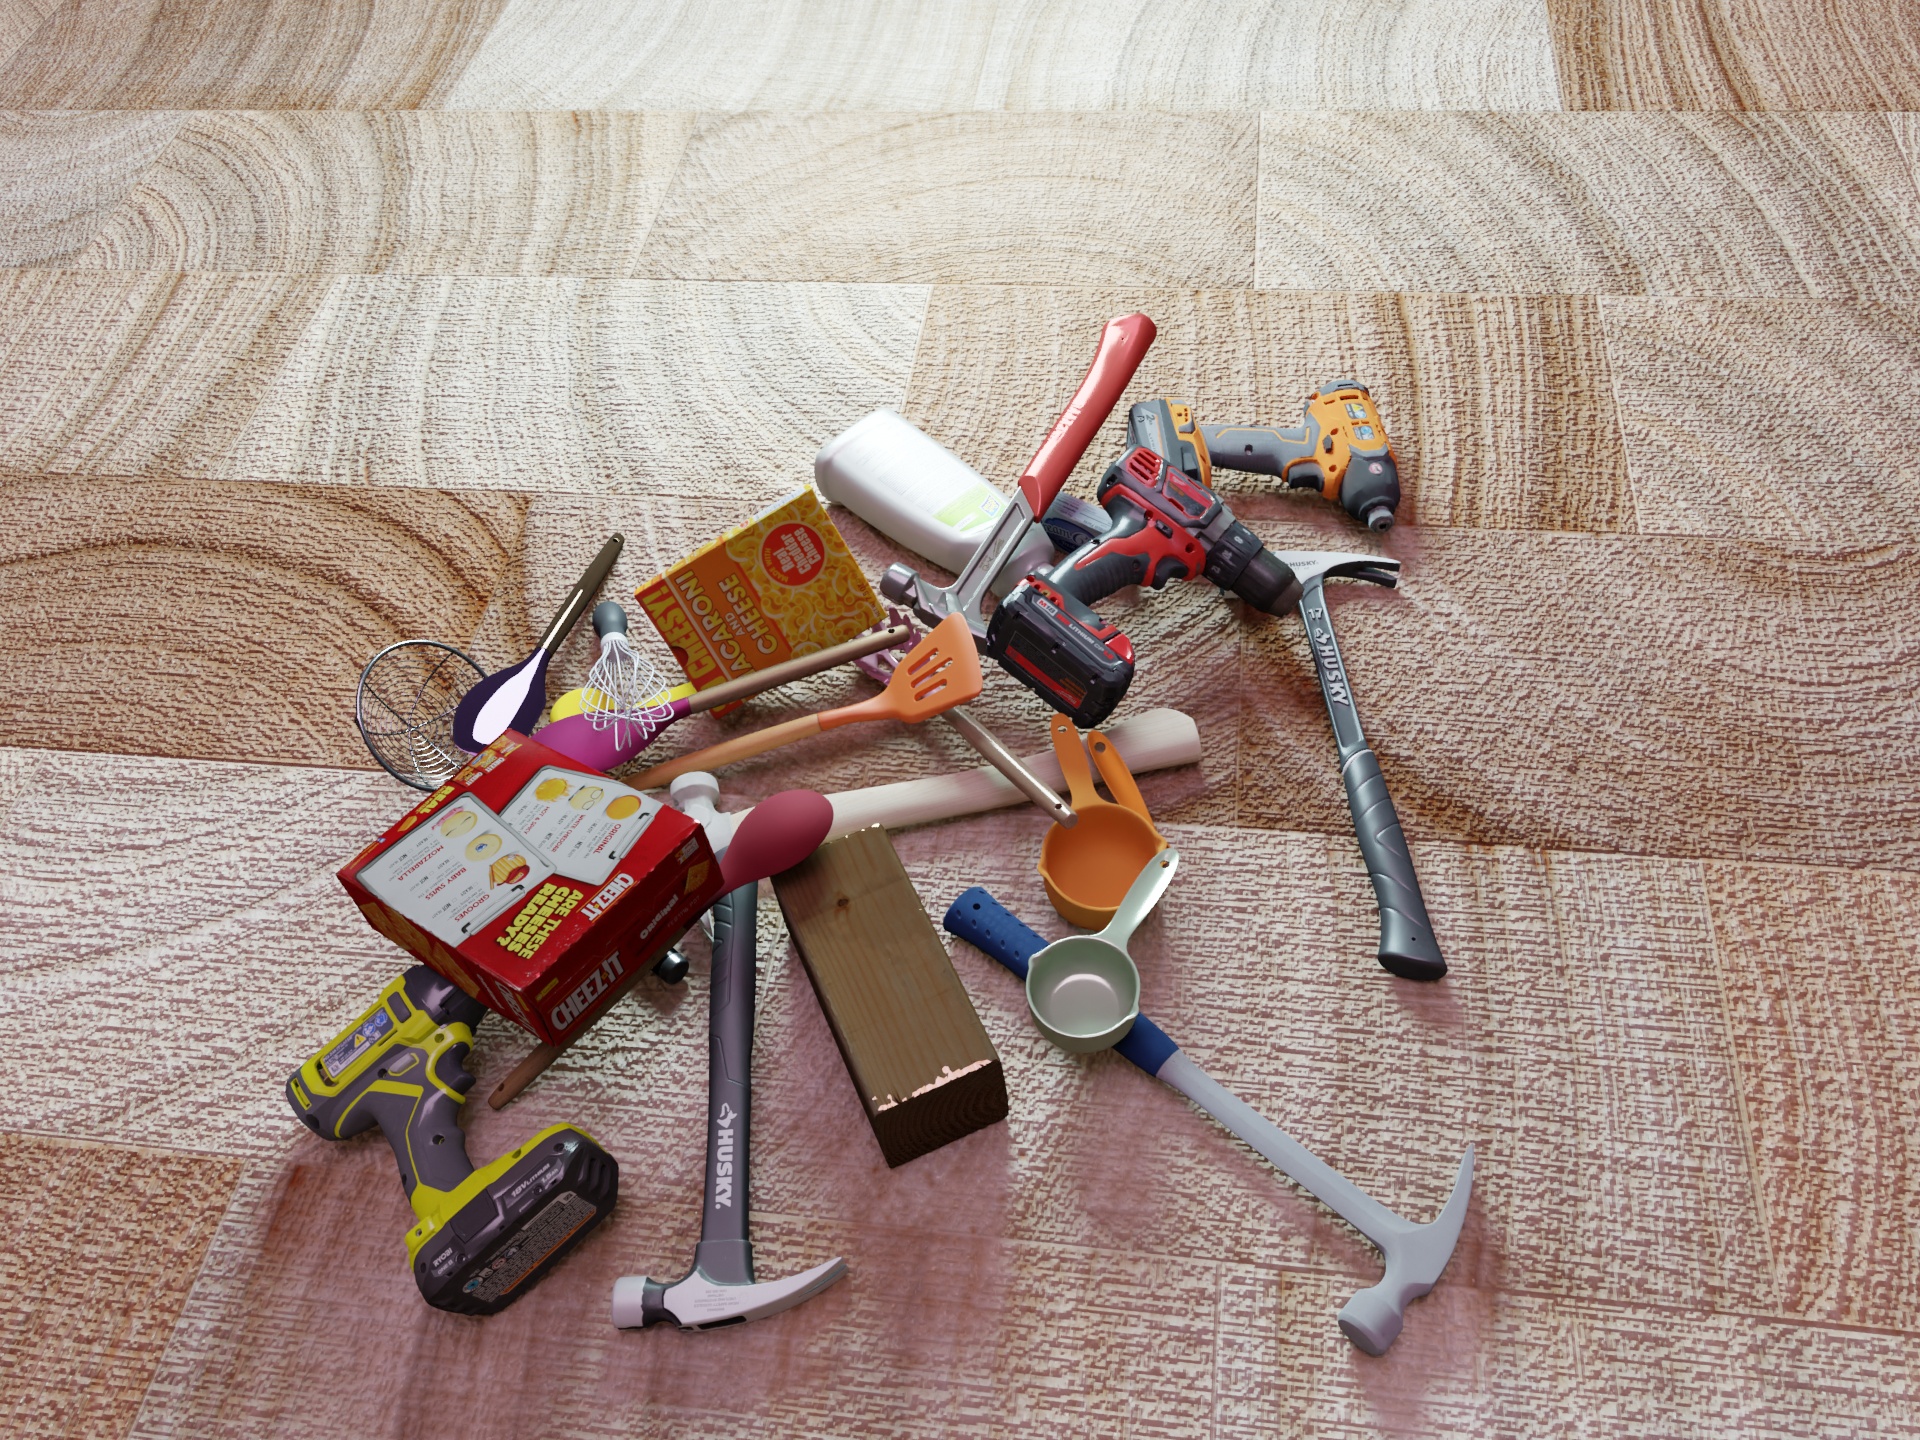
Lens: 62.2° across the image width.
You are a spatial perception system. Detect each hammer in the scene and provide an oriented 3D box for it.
[{"bbox_3d":[0.307,0.018,1.230,0.149,0.036,0.409,-6,52,0],"label":"hammer"},{"bbox_3d":[-0.013,0.066,1.222,0.410,0.038,0.146,-12,53,-4],"label":"hammer"},{"bbox_3d":[-0.150,0.235,1.078,0.146,0.035,0.335,-4,58,2],"label":"hammer"},{"bbox_3d":[0.152,0.234,1.070,0.406,0.035,0.144,35,62,28],"label":"hammer"},{"bbox_3d":[0.083,-0.209,1.353,0.149,0.036,0.359,27,66,12],"label":"hammer"}]

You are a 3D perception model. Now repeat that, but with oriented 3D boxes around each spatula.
[{"bbox_3d":[-0.136,0.004,1.248,0.322,0.041,0.081,-18,58,5],"label":"spatula"},{"bbox_3d":[-0.343,-0.071,1.332,0.059,0.018,0.316,24,39,-5],"label":"spatula"}]

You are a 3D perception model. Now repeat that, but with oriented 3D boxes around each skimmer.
[{"bbox_3d":[-0.329,0.066,1.220,0.363,0.090,0.127,35,34,27],"label":"skimmer"}]

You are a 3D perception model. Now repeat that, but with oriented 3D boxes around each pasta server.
[{"bbox_3d":[-0.002,-0.004,1.232,0.060,0.040,0.317,-38,41,-9],"label":"pasta server"}]

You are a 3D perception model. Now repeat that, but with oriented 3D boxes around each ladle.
[{"bbox_3d":[-0.213,0.159,1.109,0.315,0.031,0.069,-44,44,0],"label":"ladle"}]

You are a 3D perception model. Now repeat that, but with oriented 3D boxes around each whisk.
[{"bbox_3d":[-0.274,-0.047,1.270,0.070,0.070,0.285,-18,23,-9],"label":"whisk"}]

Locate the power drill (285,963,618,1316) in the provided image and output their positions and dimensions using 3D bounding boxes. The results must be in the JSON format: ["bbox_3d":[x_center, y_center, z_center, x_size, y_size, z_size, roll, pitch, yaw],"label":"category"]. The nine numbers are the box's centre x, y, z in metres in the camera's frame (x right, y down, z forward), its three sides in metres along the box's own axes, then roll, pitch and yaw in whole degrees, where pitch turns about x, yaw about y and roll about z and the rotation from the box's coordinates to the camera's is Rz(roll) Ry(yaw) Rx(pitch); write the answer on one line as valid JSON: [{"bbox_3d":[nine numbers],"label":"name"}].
[{"bbox_3d":[-0.332,0.261,1.058,0.171,0.080,0.223,-41,56,-9],"label":"power drill"}]

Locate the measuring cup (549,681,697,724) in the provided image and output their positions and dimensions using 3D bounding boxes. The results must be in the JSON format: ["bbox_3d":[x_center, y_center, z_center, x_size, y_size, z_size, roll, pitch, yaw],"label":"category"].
[{"bbox_3d":[-0.264,-0.018,1.318,0.156,0.029,0.062,-20,52,-8],"label":"measuring cup"}]

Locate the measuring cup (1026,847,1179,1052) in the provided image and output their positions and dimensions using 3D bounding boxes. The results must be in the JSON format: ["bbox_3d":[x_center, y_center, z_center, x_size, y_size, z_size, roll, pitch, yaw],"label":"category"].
[{"bbox_3d":[0.107,0.157,1.091,0.083,0.038,0.168,24,56,23],"label":"measuring cup"}]

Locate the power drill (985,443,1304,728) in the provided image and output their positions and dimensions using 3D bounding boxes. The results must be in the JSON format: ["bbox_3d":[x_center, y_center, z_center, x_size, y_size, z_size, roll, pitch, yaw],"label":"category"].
[{"bbox_3d":[0.149,-0.097,1.253,0.188,0.080,0.227,39,63,7],"label":"power drill"}]

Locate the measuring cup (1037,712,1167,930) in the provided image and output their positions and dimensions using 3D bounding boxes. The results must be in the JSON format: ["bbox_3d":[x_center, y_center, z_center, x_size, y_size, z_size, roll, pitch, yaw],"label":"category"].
[{"bbox_3d":[0.094,0.076,1.185,0.095,0.052,0.174,-12,56,-4],"label":"measuring cup"}]

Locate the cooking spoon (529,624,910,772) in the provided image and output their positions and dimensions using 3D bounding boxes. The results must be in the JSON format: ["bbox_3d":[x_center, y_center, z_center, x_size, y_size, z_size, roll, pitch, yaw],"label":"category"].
[{"bbox_3d":[-0.190,-0.021,1.259,0.319,0.017,0.069,-19,49,-11],"label":"cooking spoon"}]

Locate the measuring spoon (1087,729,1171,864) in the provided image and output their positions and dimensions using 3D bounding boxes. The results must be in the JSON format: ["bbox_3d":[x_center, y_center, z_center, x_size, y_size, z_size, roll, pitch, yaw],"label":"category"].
[{"bbox_3d":[0.126,0.059,1.206,0.021,0.011,0.117,-25,74,-11],"label":"measuring spoon"}]

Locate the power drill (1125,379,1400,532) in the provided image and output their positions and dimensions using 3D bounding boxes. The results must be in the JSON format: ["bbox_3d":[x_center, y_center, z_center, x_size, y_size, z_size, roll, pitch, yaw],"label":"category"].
[{"bbox_3d":[0.270,-0.220,1.396,0.226,0.084,0.164,-6,51,-4],"label":"power drill"}]
